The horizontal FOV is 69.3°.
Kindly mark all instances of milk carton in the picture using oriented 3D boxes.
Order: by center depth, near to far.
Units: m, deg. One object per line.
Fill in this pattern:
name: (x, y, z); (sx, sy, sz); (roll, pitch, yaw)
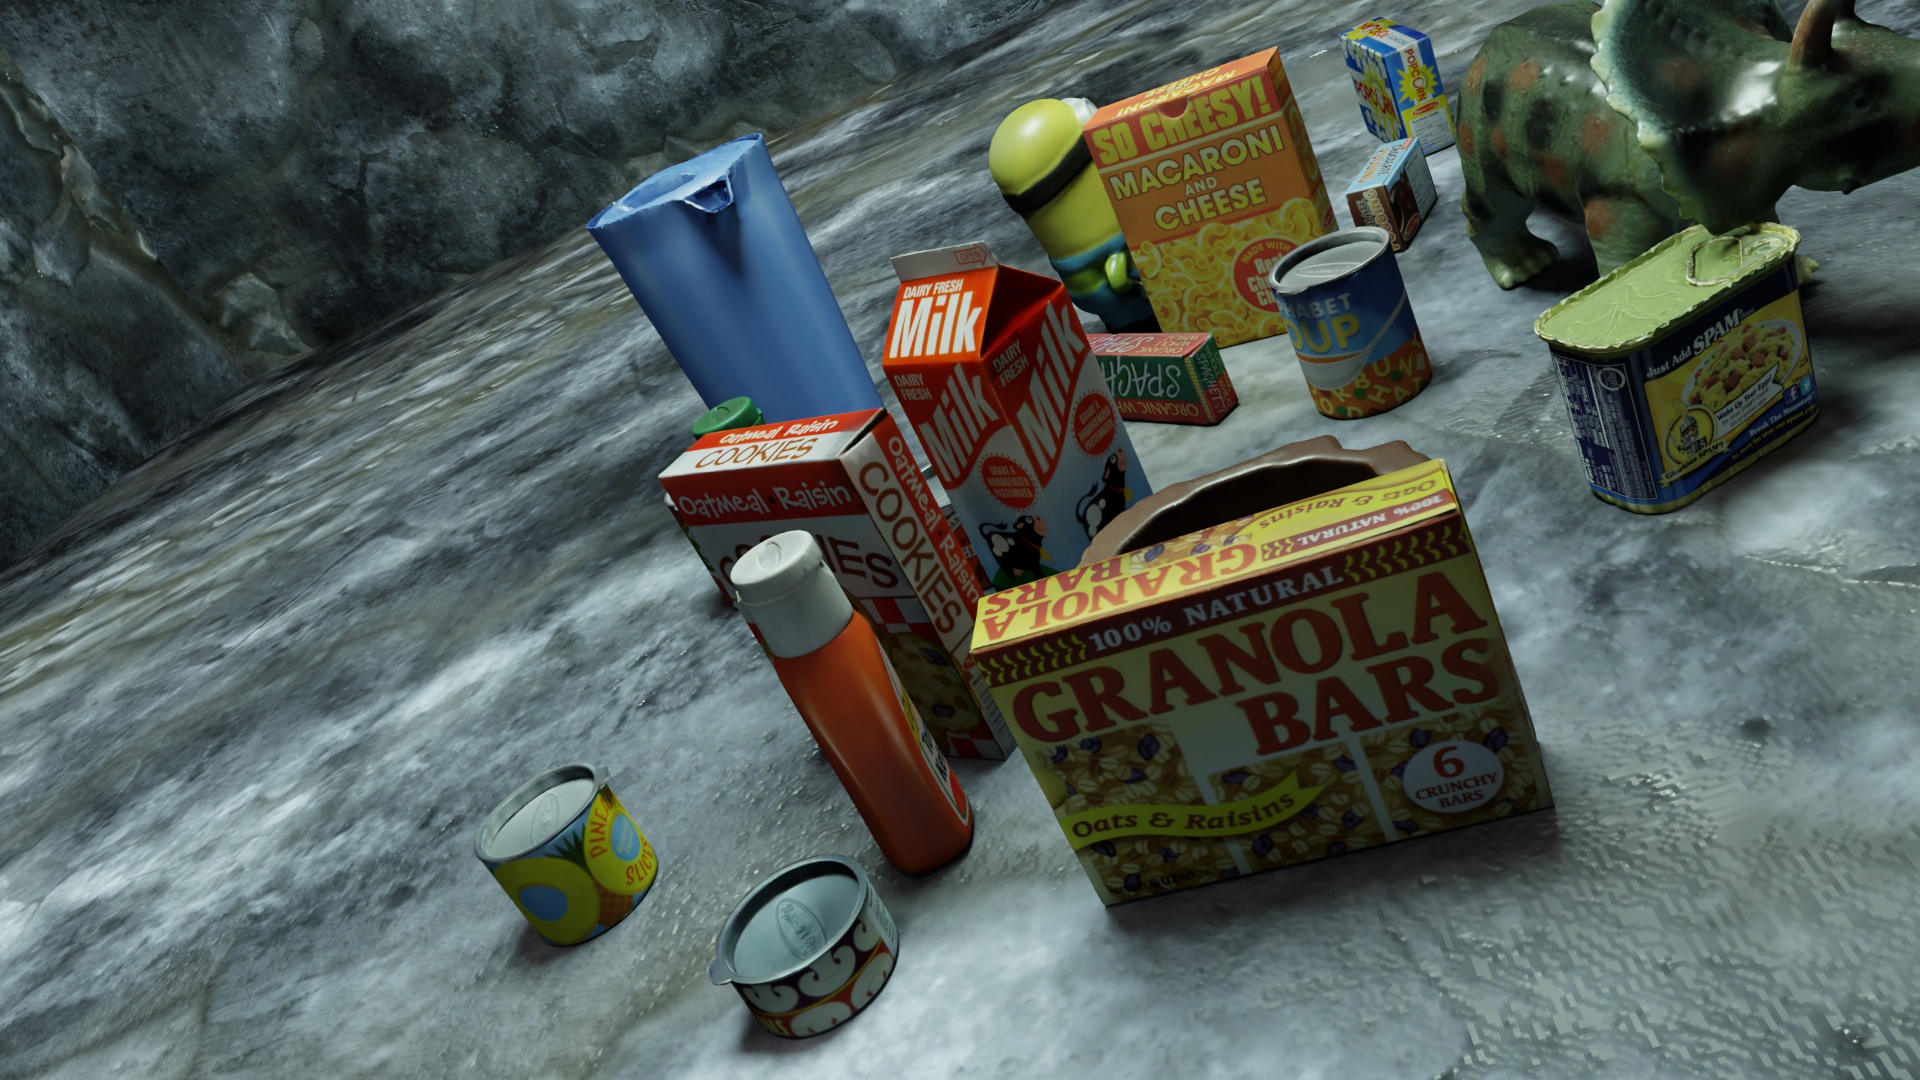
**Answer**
milk carton: (0.027, -0.063, 0.702); (0.072, 0.190, 0.074); (2, 37, 47)

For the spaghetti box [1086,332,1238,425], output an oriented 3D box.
spaghetti box: (0.076, -0.108, 0.908); (0.029, 0.050, 0.250); (-40, 28, -26)

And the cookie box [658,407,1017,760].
cookie box: (-0.050, 0.023, 0.640); (0.123, 0.167, 0.040); (-3, 34, 42)

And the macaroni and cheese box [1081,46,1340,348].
macaroni and cheese box: (0.165, -0.206, 0.872); (0.123, 0.166, 0.040); (-11, 29, 32)

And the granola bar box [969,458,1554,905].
granola bar box: (0.103, 0.055, 0.479); (0.165, 0.123, 0.039); (-18, 26, 19)

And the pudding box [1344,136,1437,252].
pudding box: (0.292, -0.233, 0.939); (0.030, 0.049, 0.084); (-5, 32, 39)

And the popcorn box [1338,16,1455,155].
popcorn box: (0.340, -0.354, 1.083); (0.038, 0.085, 0.127); (-23, 25, 10)

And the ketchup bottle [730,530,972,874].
ketchup bottle: (-0.045, 0.066, 0.574); (0.043, 0.148, 0.065); (-28, 25, -2)

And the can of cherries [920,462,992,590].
can of cherries: (0.003, -0.010, 0.781); (0.071, 0.058, 0.072); (-22, 25, 11)

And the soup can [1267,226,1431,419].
soup can: (0.210, -0.116, 0.752); (0.071, 0.083, 0.072); (-22, 25, 11)

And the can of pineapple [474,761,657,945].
can of pineapple: (-0.185, 0.148, 0.661); (0.071, 0.057, 0.071); (-22, 25, 11)

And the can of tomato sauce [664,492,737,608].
can of tomato sauce: (-0.139, -0.007, 0.886); (0.071, 0.082, 0.071); (-22, 25, 11)

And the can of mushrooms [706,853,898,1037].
can of mushrooms: (-0.062, 0.160, 0.546); (0.071, 0.033, 0.071); (-22, 25, 11)

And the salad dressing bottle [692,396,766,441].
salad dressing bottle: (-0.098, -0.009, 0.772); (0.044, 0.147, 0.064); (-30, 25, -6)
